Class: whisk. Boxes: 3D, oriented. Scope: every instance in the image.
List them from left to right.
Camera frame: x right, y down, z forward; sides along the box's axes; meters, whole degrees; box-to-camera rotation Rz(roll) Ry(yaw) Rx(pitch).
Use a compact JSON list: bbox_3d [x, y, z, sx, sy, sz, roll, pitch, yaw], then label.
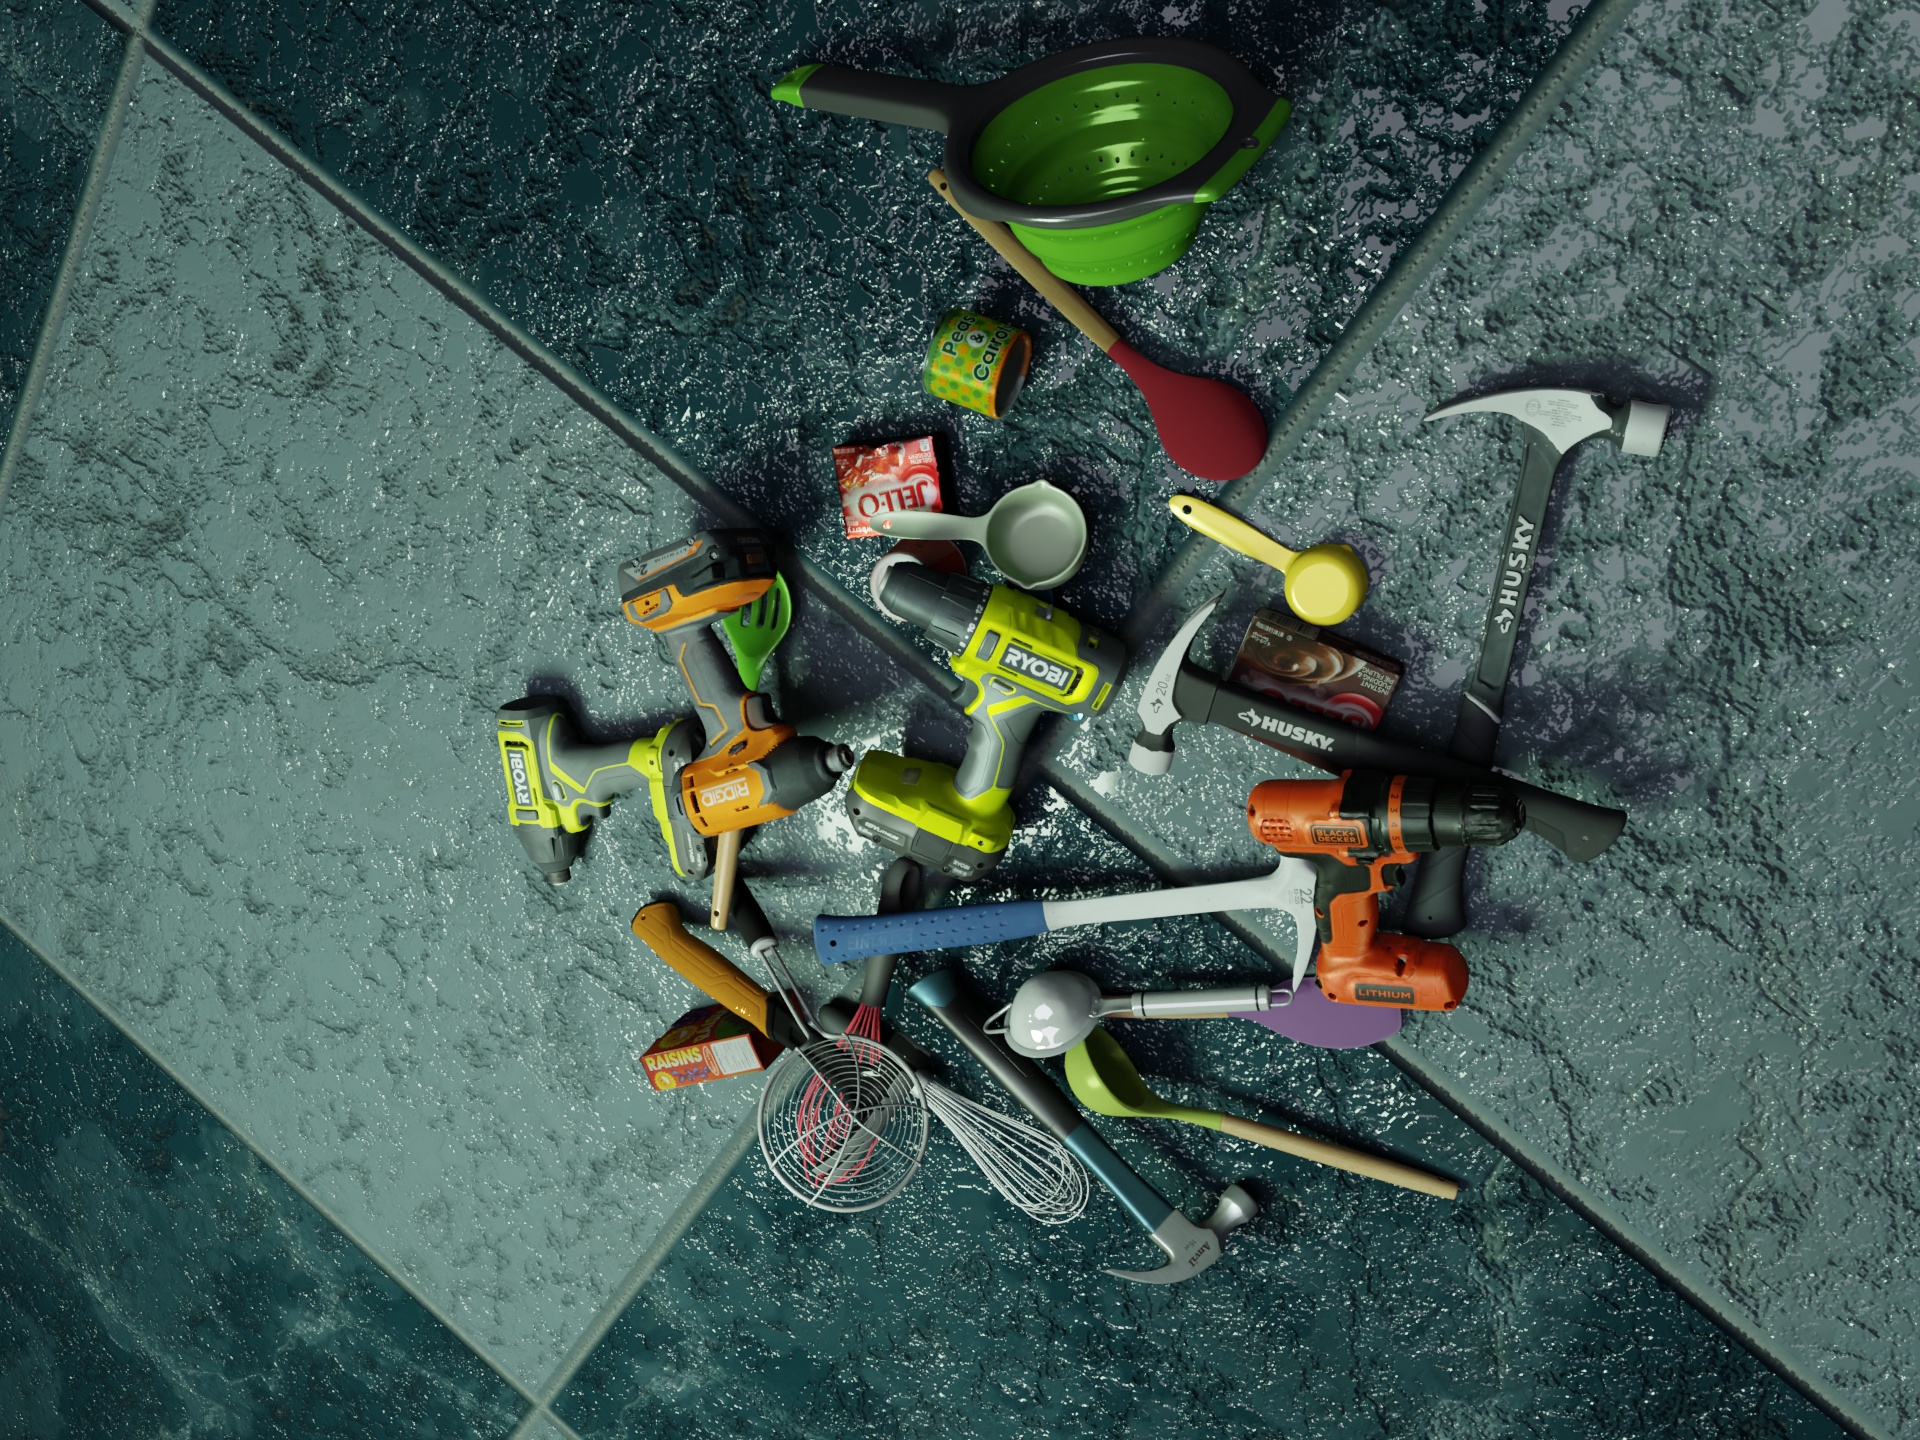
[{"bbox_3d":[-0.079,0.257,1.342,0.073,0.073,0.296,16,95,17],"label":"whisk"},{"bbox_3d":[-0.010,0.332,1.373,0.285,0.070,0.070,35,118,14],"label":"whisk"}]

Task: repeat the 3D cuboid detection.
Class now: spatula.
[{"bbox_3d":[0.190,0.232,1.273,0.316,0.018,0.059,-3,102,23],"label":"spatula"}]

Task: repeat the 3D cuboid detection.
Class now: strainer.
[{"bbox_3d":[0.134,0.223,1.262,0.258,0.087,0.050,-6,131,18],"label":"strainer"}]

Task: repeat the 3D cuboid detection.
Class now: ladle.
[{"bbox_3d":[0.092,-0.286,1.133,0.315,0.031,0.069,44,119,5],"label":"ladle"},{"bbox_3d":[0.237,0.316,1.264,0.320,0.078,0.062,15,107,10],"label":"ladle"}]

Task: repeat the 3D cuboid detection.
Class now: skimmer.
[{"bbox_3d":[-0.136,0.238,1.275,0.127,0.364,0.090,-15,120,-18],"label":"skimmer"}]

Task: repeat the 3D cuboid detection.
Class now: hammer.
[{"bbox_3d":[-0.177,0.248,1.343,0.337,0.034,0.127,28,77,38],"label":"hammer"},{"bbox_3d":[0.080,0.158,1.254,0.405,0.035,0.144,-8,105,16],"label":"hammer"},{"bbox_3d":[0.085,0.329,1.319,0.331,0.128,0.033,44,163,11],"label":"hammer"},{"bbox_3d":[0.290,0.019,1.106,0.335,0.035,0.146,20,119,14],"label":"hammer"},{"bbox_3d":[0.362,-0.029,1.103,0.149,0.036,0.408,14,113,19],"label":"hammer"}]

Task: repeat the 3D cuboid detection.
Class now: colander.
[{"bbox_3d":[0.033,-0.380,1.086,0.397,0.204,0.094,23,151,31],"label":"colander"}]

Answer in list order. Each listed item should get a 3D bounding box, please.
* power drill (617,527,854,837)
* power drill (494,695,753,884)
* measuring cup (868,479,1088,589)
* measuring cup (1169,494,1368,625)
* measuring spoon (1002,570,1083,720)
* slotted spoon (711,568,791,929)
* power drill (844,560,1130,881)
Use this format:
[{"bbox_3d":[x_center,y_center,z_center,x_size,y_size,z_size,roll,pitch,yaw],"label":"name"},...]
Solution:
[{"bbox_3d":[-0.172,-0.032,1.244,0.164,0.084,0.226,-16,89,31],"label":"power drill"},{"bbox_3d":[-0.299,0.069,1.393,0.223,0.080,0.171,2,108,26],"label":"power drill"},{"bbox_3d":[0.015,-0.138,1.192,0.167,0.038,0.083,6,82,15],"label":"measuring cup"},{"bbox_3d":[0.216,-0.119,1.135,0.156,0.029,0.062,30,116,9],"label":"measuring cup"},{"bbox_3d":[0.069,-0.059,1.229,0.042,0.021,0.128,-17,110,22],"label":"measuring spoon"},{"bbox_3d":[-0.182,0.019,1.314,0.070,0.031,0.314,10,96,22],"label":"slotted spoon"},{"bbox_3d":[-0.002,-0.004,1.214,0.190,0.080,0.228,24,120,-5],"label":"power drill"}]
